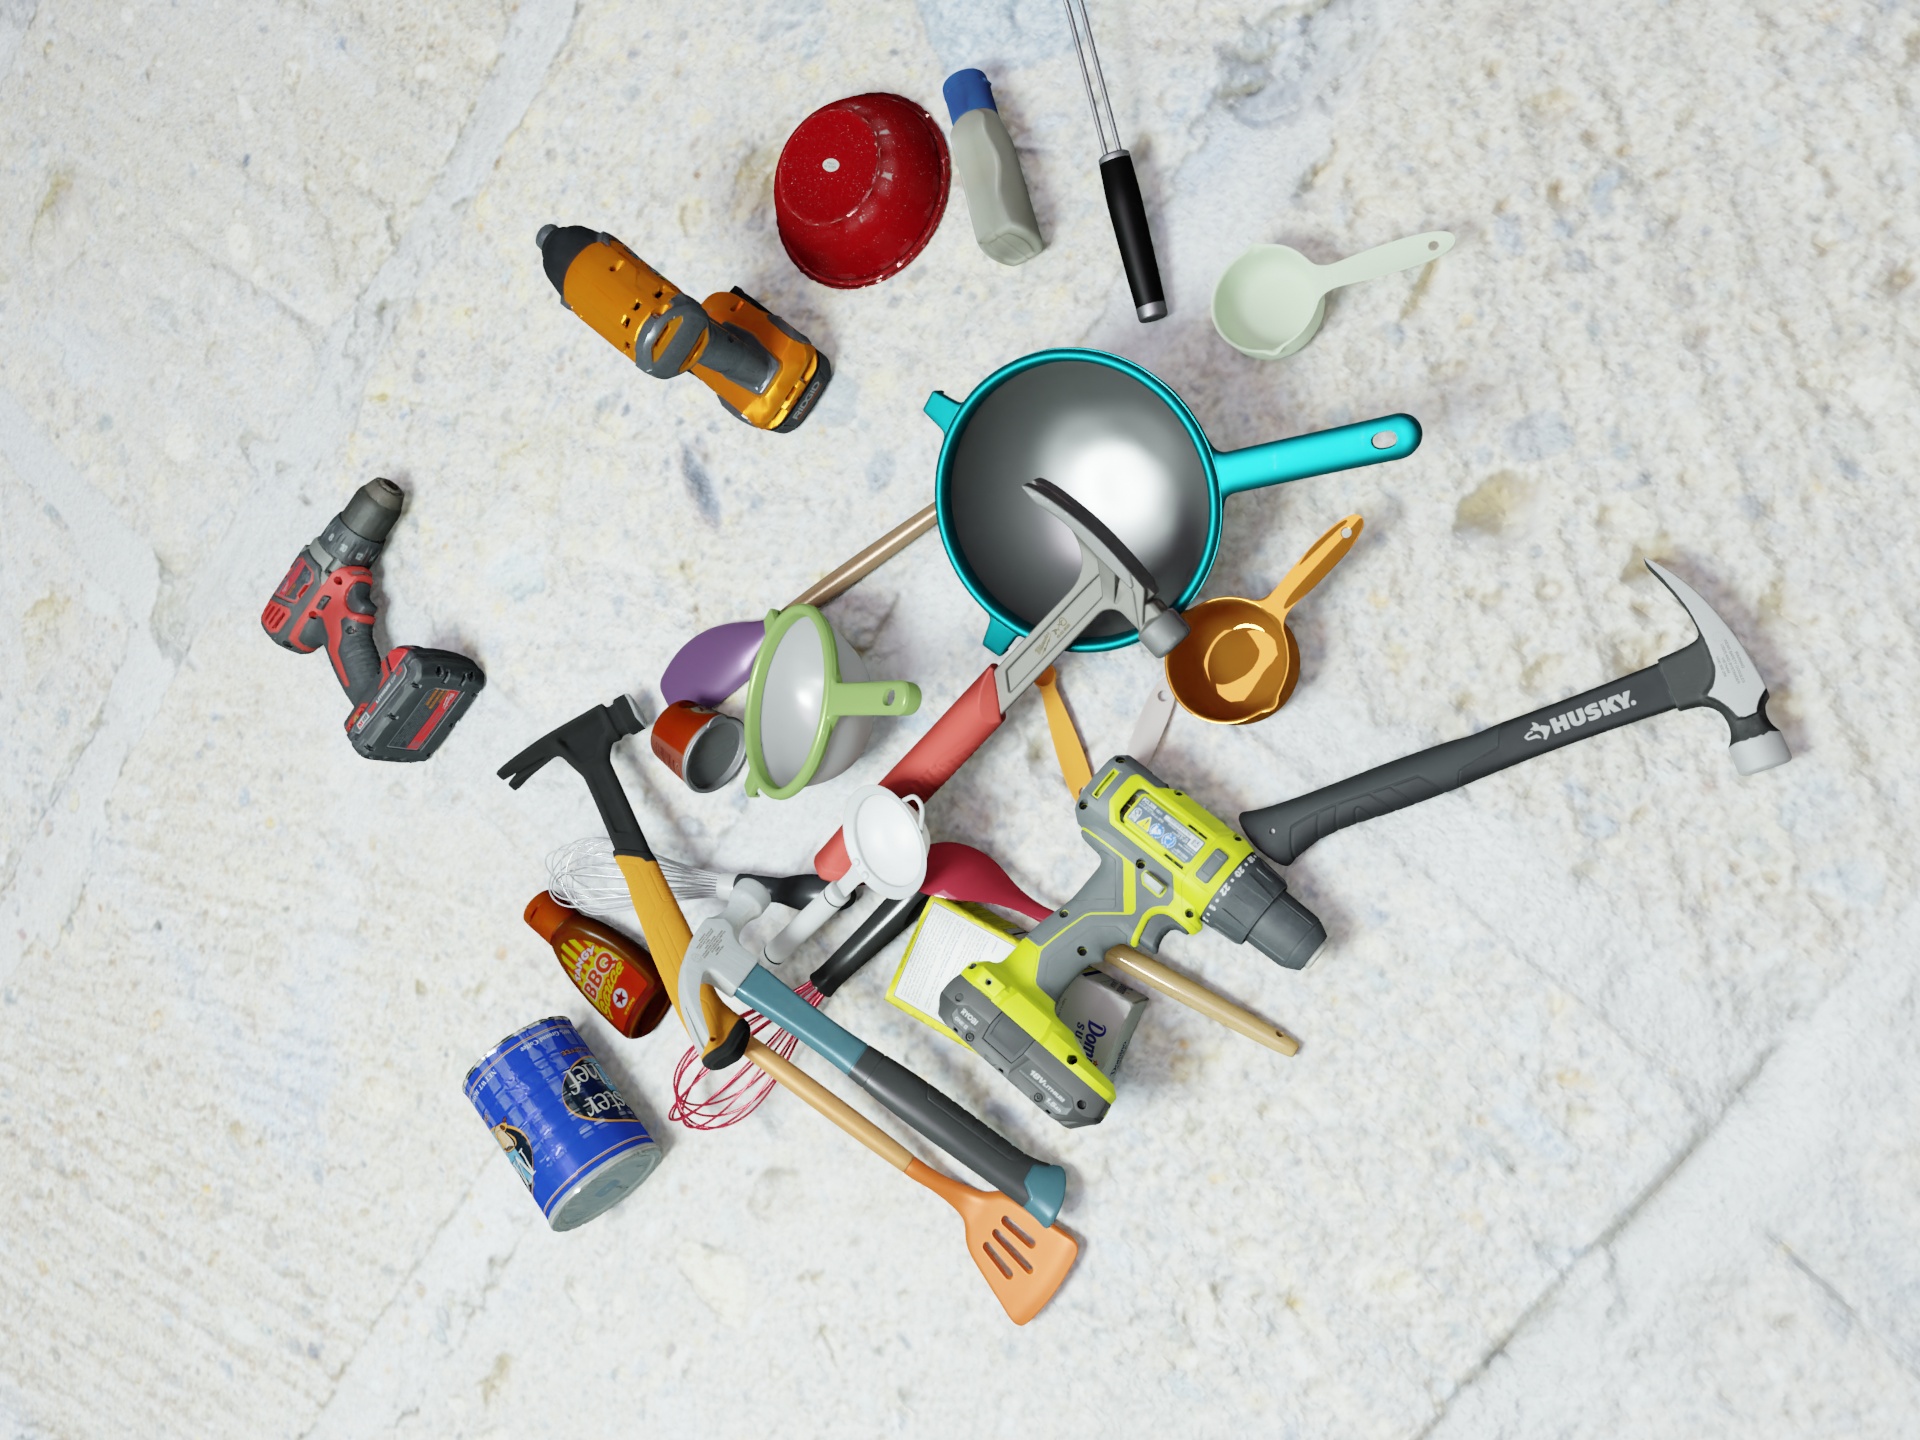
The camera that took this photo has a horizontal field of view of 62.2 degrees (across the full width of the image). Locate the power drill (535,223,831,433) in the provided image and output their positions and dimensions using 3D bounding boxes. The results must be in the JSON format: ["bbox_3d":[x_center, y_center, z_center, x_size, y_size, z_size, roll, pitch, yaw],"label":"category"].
[{"bbox_3d":[-0.216,-0.306,1.218,0.164,0.226,0.084,41,104,22],"label":"power drill"}]

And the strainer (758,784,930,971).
[{"bbox_3d":[-0.087,0.124,1.193,0.258,0.050,0.087,-45,71,36],"label":"strainer"}]

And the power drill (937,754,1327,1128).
[{"bbox_3d":[0.115,0.161,1.076,0.191,0.080,0.228,39,83,17],"label":"power drill"}]

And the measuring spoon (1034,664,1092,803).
[{"bbox_3d":[0.078,0.012,1.177,0.021,0.011,0.117,-22,81,23],"label":"measuring spoon"}]

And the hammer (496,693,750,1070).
[{"bbox_3d":[-0.254,0.131,1.248,0.127,0.034,0.337,-30,59,-4],"label":"hammer"}]

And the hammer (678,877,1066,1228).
[{"bbox_3d":[-0.062,0.253,1.154,0.331,0.128,0.033,35,142,5],"label":"hammer"}]

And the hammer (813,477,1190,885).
[{"bbox_3d":[-0.002,-0.004,1.151,0.149,0.037,0.359,47,121,5],"label":"hammer"}]

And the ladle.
[{"bbox_3d":[0.096,0.160,1.137,0.315,0.069,0.031,26,123,19],"label":"ladle"}]

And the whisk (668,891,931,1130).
[{"bbox_3d":[-0.122,0.218,1.233,0.296,0.073,0.073,-44,70,11],"label":"whisk"}]

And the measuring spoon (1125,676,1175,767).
[{"bbox_3d":[0.130,0.027,1.150,0.034,0.018,0.124,22,90,19],"label":"measuring spoon"}]

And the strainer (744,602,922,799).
[{"bbox_3d":[-0.079,-0.012,1.179,0.256,0.069,0.151,-1,82,58],"label":"strainer"}]

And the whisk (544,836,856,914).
[{"bbox_3d":[-0.214,0.131,1.286,0.284,0.070,0.070,2,87,22],"label":"whisk"}]

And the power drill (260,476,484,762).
[{"bbox_3d":[-0.528,-0.093,1.443,0.188,0.080,0.227,-50,65,14],"label":"power drill"}]

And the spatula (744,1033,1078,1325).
[{"bbox_3d":[-0.060,0.318,1.180,0.322,0.041,0.081,35,102,6],"label":"spatula"}]

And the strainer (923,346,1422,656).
[{"bbox_3d":[0.150,-0.168,1.095,0.340,0.095,0.211,-8,103,27],"label":"strainer"}]

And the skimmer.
[{"bbox_3d":[0.108,-0.472,1.183,0.127,0.090,0.363,-14,91,21],"label":"skimmer"}]

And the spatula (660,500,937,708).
[{"bbox_3d":[-0.124,-0.096,1.276,0.316,0.018,0.060,-32,78,21],"label":"spatula"}]

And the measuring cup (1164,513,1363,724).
[{"bbox_3d":[0.218,-0.070,1.091,0.173,0.052,0.095,-48,69,13],"label":"measuring cup"}]

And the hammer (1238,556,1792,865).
[{"bbox_3d":[0.339,0.016,1.035,0.335,0.035,0.146,-23,78,23],"label":"hammer"}]

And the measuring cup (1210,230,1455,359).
[{"bbox_3d":[0.257,-0.300,1.095,0.167,0.038,0.083,-13,81,23],"label":"measuring cup"}]
